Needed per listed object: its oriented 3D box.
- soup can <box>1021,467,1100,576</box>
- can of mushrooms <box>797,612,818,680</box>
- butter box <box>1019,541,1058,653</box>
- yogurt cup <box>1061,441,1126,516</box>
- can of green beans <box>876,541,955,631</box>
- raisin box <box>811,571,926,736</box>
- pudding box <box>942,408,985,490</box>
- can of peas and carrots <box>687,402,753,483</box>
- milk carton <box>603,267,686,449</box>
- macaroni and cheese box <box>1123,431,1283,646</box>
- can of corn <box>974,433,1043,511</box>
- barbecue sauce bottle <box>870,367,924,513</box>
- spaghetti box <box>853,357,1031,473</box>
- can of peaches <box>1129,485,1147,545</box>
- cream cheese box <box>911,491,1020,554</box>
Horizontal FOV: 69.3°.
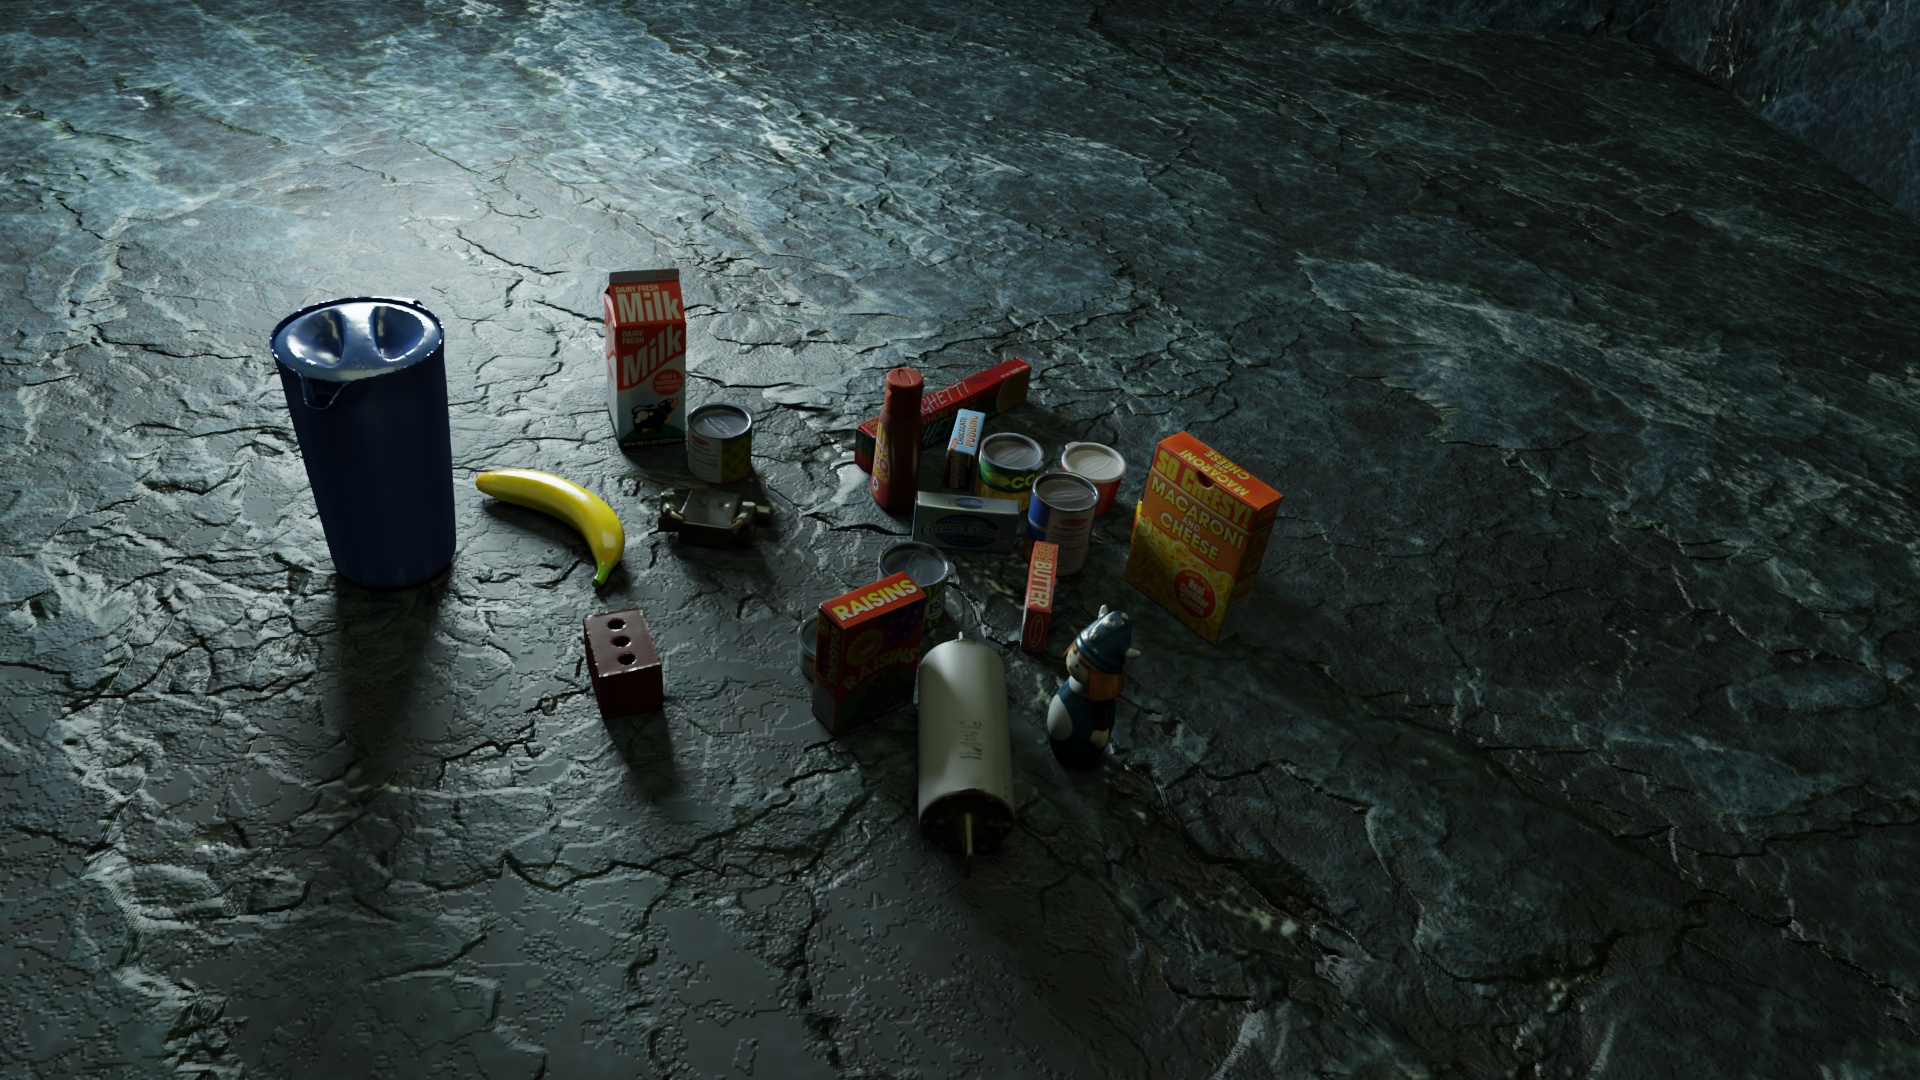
[{"bbox_3d":[0.098,-0.018,1.374,0.071,0.083,0.072,5,38,-4],"label":"soup can"},{"bbox_3d":[-0.109,0.095,1.231,0.071,0.033,0.071,5,38,-4],"label":"can of mushrooms"},{"bbox_3d":[0.074,0.052,1.305,0.024,0.052,0.104,9,38,1],"label":"butter box"},{"bbox_3d":[0.137,-0.062,1.461,0.072,0.053,0.073,5,38,-4],"label":"yogurt cup"},{"bbox_3d":[-0.045,0.043,1.289,0.071,0.057,0.071,5,38,-4],"label":"can of green beans"},{"bbox_3d":[-0.077,0.095,1.165,0.086,0.122,0.040,-20,46,-32],"label":"raisin box"},{"bbox_3d":[0.004,-0.098,1.485,0.030,0.049,0.084,11,38,3],"label":"pudding box"},{"bbox_3d":[-0.246,-0.102,1.434,0.071,0.058,0.071,5,38,-4],"label":"can of peas and carrots"},{"bbox_3d":[-0.324,-0.194,1.430,0.072,0.189,0.074,-8,41,-20],"label":"milk carton"},{"bbox_3d":[0.225,-0.001,1.309,0.040,0.165,0.124,-25,49,-35],"label":"macaroni and cheese box"},{"bbox_3d":[0.052,-0.069,1.450,0.071,0.058,0.071,5,38,-4],"label":"can of corn"},{"bbox_3d":[-0.062,-0.102,1.397,0.044,0.147,0.065,-8,41,-20],"label":"barbecue sauce bottle"},{"bbox_3d":[-0.016,-0.140,1.534,0.029,0.049,0.251,35,45,30],"label":"spaghetti box"},{"bbox_3d":[0.209,-0.016,1.413,0.071,0.057,0.071,5,38,-4],"label":"can of peaches"},{"bbox_3d":[0.005,-0.017,1.379,0.104,0.053,0.024,6,38,-4],"label":"cream cheese box"}]
